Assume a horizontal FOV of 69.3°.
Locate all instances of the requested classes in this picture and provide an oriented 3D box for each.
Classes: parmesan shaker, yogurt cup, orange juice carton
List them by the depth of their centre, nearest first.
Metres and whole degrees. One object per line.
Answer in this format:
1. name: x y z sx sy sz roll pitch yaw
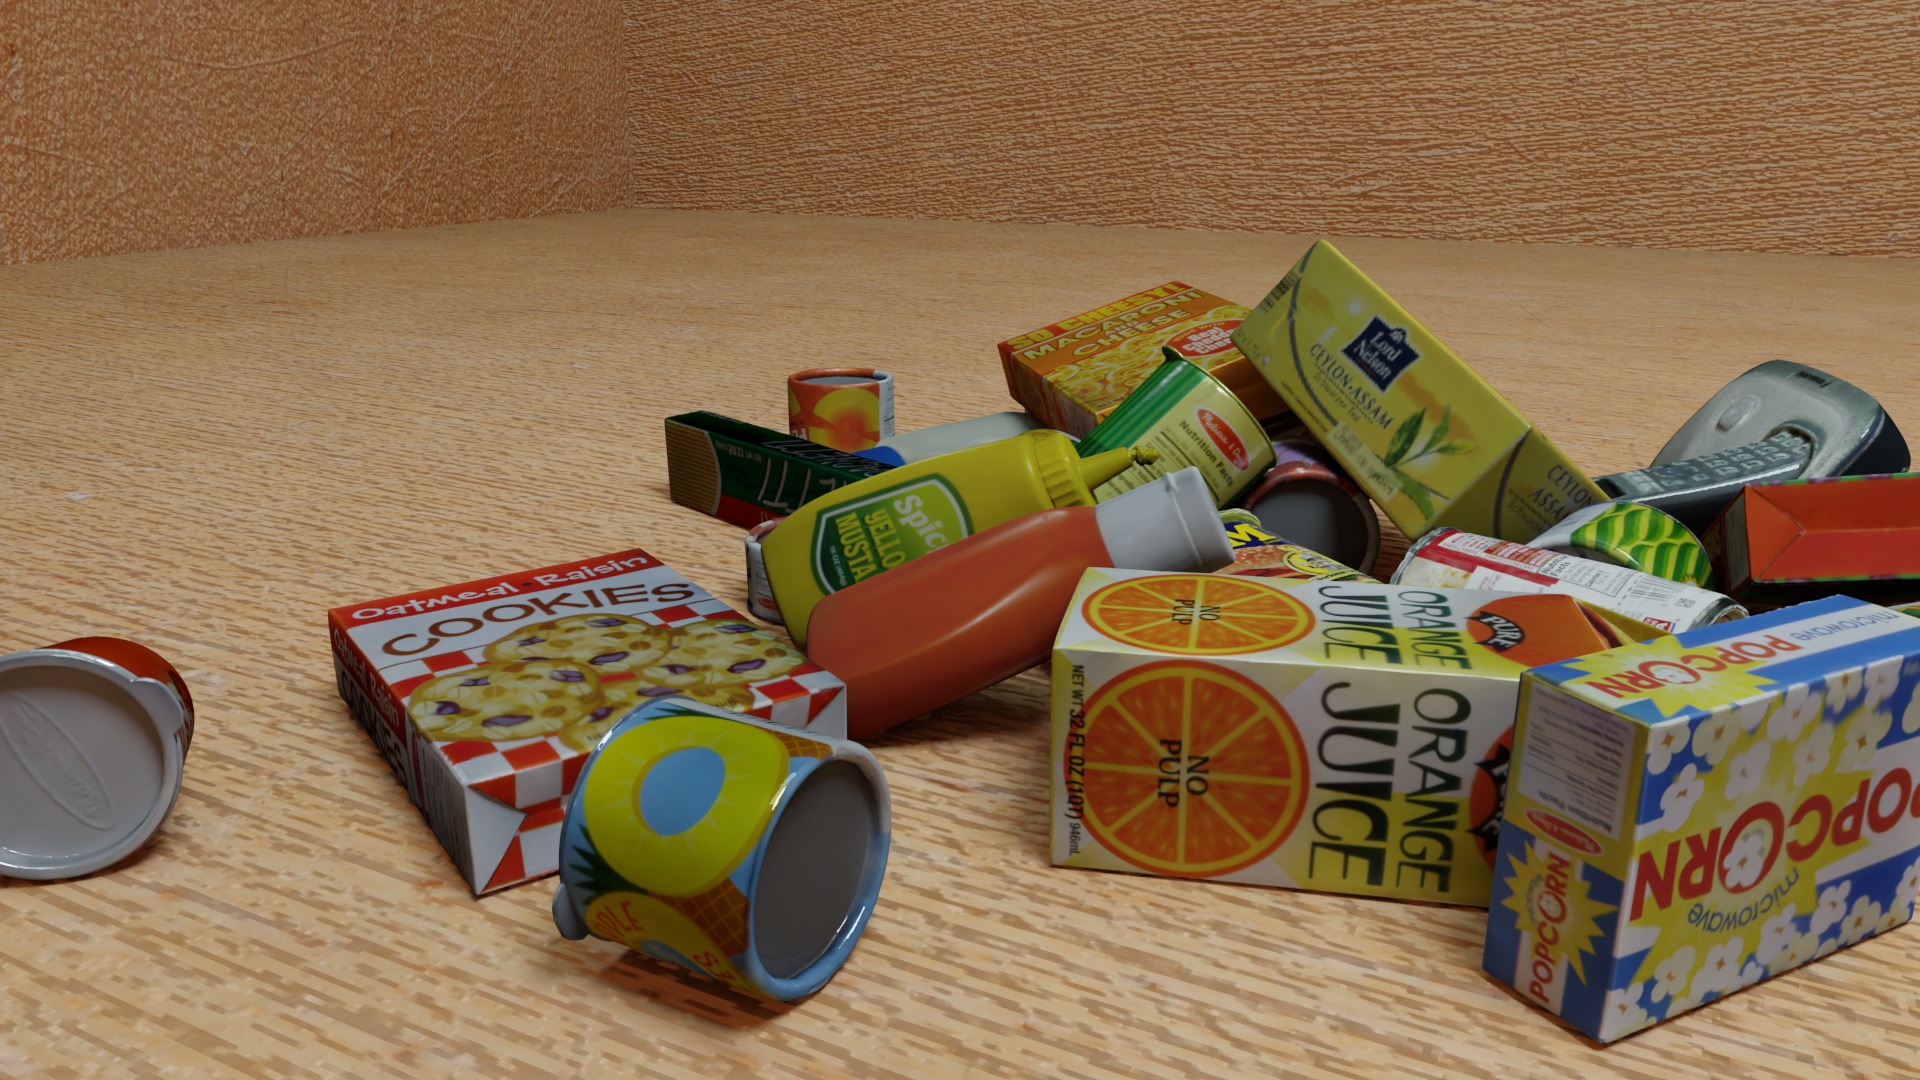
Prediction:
1. orange juice carton: 0.126 0.057 0.412 0.193 0.071 0.073 3 18 11
2. yogurt cup: -0.267 0.061 0.418 0.072 0.072 0.054 -5 10 -17
3. parmesan shaker: 0.073 -0.023 0.594 0.103 0.071 0.071 -43 25 -3

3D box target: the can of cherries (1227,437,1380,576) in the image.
1. can of cherries: 0.150 -0.007 0.632 0.071 0.071 0.058 2 18 5

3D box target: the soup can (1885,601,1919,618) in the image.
1. soup can: 0.333 0.051 0.445 0.084 0.071 0.071 -7 18 -18

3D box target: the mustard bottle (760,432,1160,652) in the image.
1. mustard bottle: 0.002 -0.007 0.546 0.160 0.065 0.049 -24 -9 12

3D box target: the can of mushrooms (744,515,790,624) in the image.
1. can of mushrooms: -0.063 0.011 0.625 0.071 0.033 0.071 -1 17 0

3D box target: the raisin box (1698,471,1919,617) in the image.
1. raisin box: 0.339 0.007 0.534 0.086 0.040 0.123 -4 -11 19

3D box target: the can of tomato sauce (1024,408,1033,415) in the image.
1. can of tomato sauce: 0.092 -0.092 0.902 0.083 0.071 0.071 5 17 27

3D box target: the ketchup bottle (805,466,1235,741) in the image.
1. ketchup bottle: 0.020 0.018 0.486 0.148 0.043 0.065 -23 28 12

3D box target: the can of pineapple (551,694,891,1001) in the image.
1. can of pineapple: -0.059 0.079 0.355 0.058 0.070 0.071 9 19 28

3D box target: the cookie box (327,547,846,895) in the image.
1. cookie box: -0.134 0.053 0.483 0.123 0.040 0.167 -12 22 -34

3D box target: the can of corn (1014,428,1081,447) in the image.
1. can of corn: 0.046 -0.014 0.656 0.071 0.071 0.058 -6 17 -19

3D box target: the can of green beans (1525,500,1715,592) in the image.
1. can of green beans: 0.246 0.023 0.533 0.071 0.071 0.058 14 23 39

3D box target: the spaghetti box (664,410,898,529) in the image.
1. spaghetti box: -0.072 -0.022 0.704 0.029 0.050 0.250 -17 24 -40

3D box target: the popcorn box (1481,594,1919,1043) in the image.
1. popcorn box: 0.198 0.067 0.357 0.127 0.085 0.038 -8 19 -25

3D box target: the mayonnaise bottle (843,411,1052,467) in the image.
1. mayonnaise bottle: -0.012 -0.042 0.785 0.149 0.041 0.065 -17 24 -40

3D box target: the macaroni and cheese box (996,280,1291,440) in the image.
1. macaroni and cheese box: 0.104 -0.095 0.778 0.124 0.040 0.167 -21 24 -9

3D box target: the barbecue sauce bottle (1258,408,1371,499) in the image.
1. barbecue sauce bottle: 0.151 -0.040 0.748 0.149 0.064 0.044 -11 27 -6

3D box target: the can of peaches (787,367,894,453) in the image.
1. can of peaches: -0.075 -0.073 0.855 0.071 0.058 0.071 1 17 0
